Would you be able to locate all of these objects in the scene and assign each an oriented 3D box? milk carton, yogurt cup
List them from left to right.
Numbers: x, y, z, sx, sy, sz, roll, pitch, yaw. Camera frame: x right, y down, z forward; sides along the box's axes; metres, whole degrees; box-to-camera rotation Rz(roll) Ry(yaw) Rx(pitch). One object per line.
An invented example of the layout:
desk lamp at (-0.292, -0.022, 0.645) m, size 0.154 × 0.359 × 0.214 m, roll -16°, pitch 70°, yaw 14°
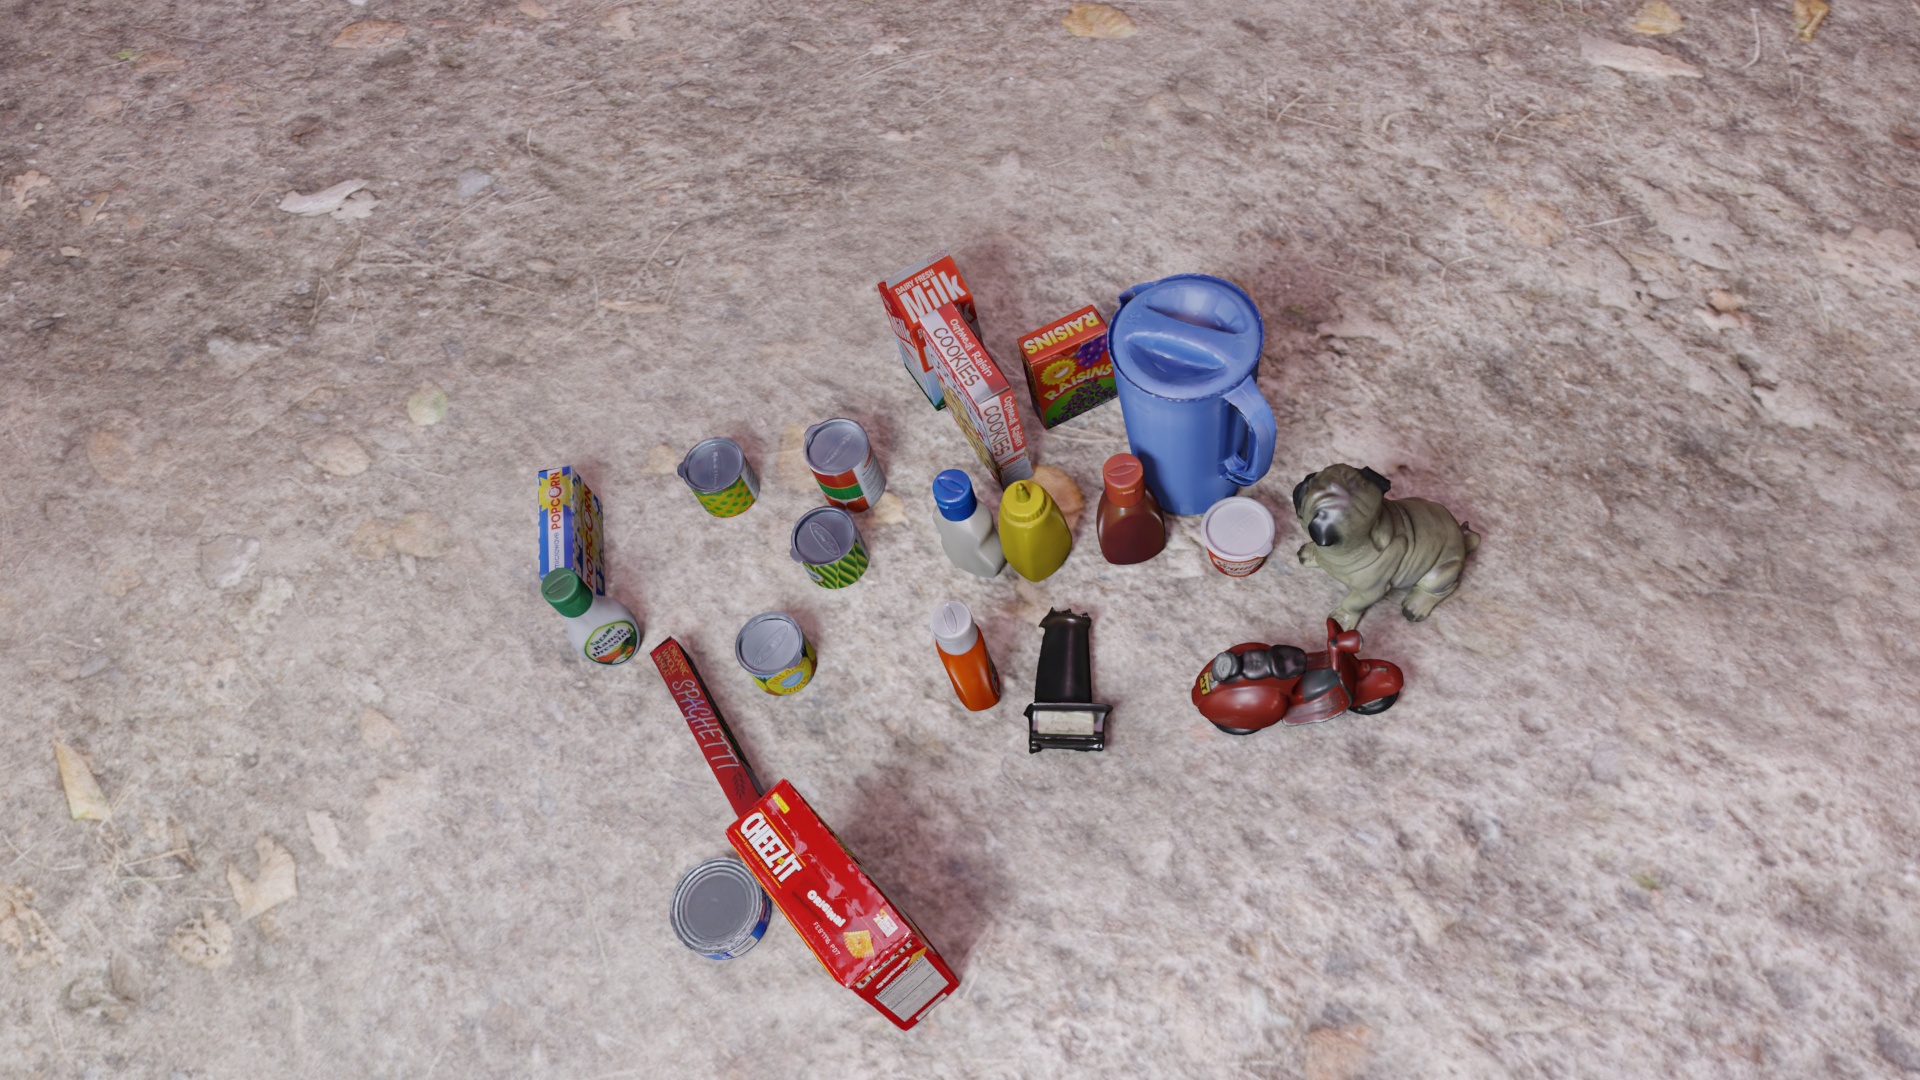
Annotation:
milk carton at (-0.027, -0.222, 1.410) m, size 0.072 × 0.189 × 0.073 m, roll -31°, pitch 61°, yaw -6°
yogurt cup at (0.263, 0.000, 1.314) m, size 0.072 × 0.053 × 0.073 m, roll -4°, pitch 62°, yaw 8°

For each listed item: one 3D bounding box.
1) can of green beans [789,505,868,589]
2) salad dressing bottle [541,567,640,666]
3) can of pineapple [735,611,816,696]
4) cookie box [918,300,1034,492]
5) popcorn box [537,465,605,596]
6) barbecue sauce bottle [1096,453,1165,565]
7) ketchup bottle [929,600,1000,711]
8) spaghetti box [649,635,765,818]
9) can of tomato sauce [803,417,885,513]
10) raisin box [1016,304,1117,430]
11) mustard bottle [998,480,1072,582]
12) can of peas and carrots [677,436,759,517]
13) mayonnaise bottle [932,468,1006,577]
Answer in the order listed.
can of green beans at (-0.129, 0.008, 1.382) m, size 0.071 × 0.057 × 0.071 m, roll -4°, pitch 62°, yaw 8°
salad dressing bottle at (-0.357, 0.074, 1.338) m, size 0.064 × 0.147 × 0.044 m, roll -36°, pitch 62°, yaw -9°
can of pineapple at (-0.176, 0.111, 1.335) m, size 0.071 × 0.057 × 0.071 m, roll -4°, pitch 62°, yaw 8°
cookie box at (0.018, -0.140, 1.370) m, size 0.040 × 0.166 × 0.123 m, roll -30°, pitch 61°, yaw -5°
popcorn box at (-0.398, -0.002, 1.422) m, size 0.038 × 0.085 × 0.127 m, roll -13°, pitch 61°, yaw 4°
barbecue sauce bottle at (0.156, -0.029, 1.295) m, size 0.065 × 0.148 × 0.044 m, roll -15°, pitch 61°, yaw 3°
ketchup bottle at (0.003, 0.101, 1.255) m, size 0.043 × 0.148 × 0.065 m, roll -19°, pitch 61°, yaw 1°
spaghetti box at (-0.223, 0.198, 1.302) m, size 0.029 × 0.050 × 0.251 m, roll -32°, pitch 61°, yaw -7°
can of tomato sauce at (-0.119, -0.075, 1.410) m, size 0.071 × 0.082 × 0.071 m, roll -5°, pitch 62°, yaw 9°
raisin box at (0.109, -0.172, 1.396) m, size 0.086 × 0.123 × 0.040 m, roll -25°, pitch 61°, yaw -3°
mustard bottle at (0.066, -0.018, 1.300) m, size 0.065 × 0.159 × 0.049 m, roll -42°, pitch 63°, yaw -12°
can of peas and carrots at (-0.251, -0.064, 1.443) m, size 0.071 × 0.058 × 0.071 m, roll -4°, pitch 62°, yaw 8°
mayonnaise bottle at (0.005, -0.017, 1.318) m, size 0.065 × 0.147 × 0.041 m, roll 24°, pitch 70°, yaw 21°
